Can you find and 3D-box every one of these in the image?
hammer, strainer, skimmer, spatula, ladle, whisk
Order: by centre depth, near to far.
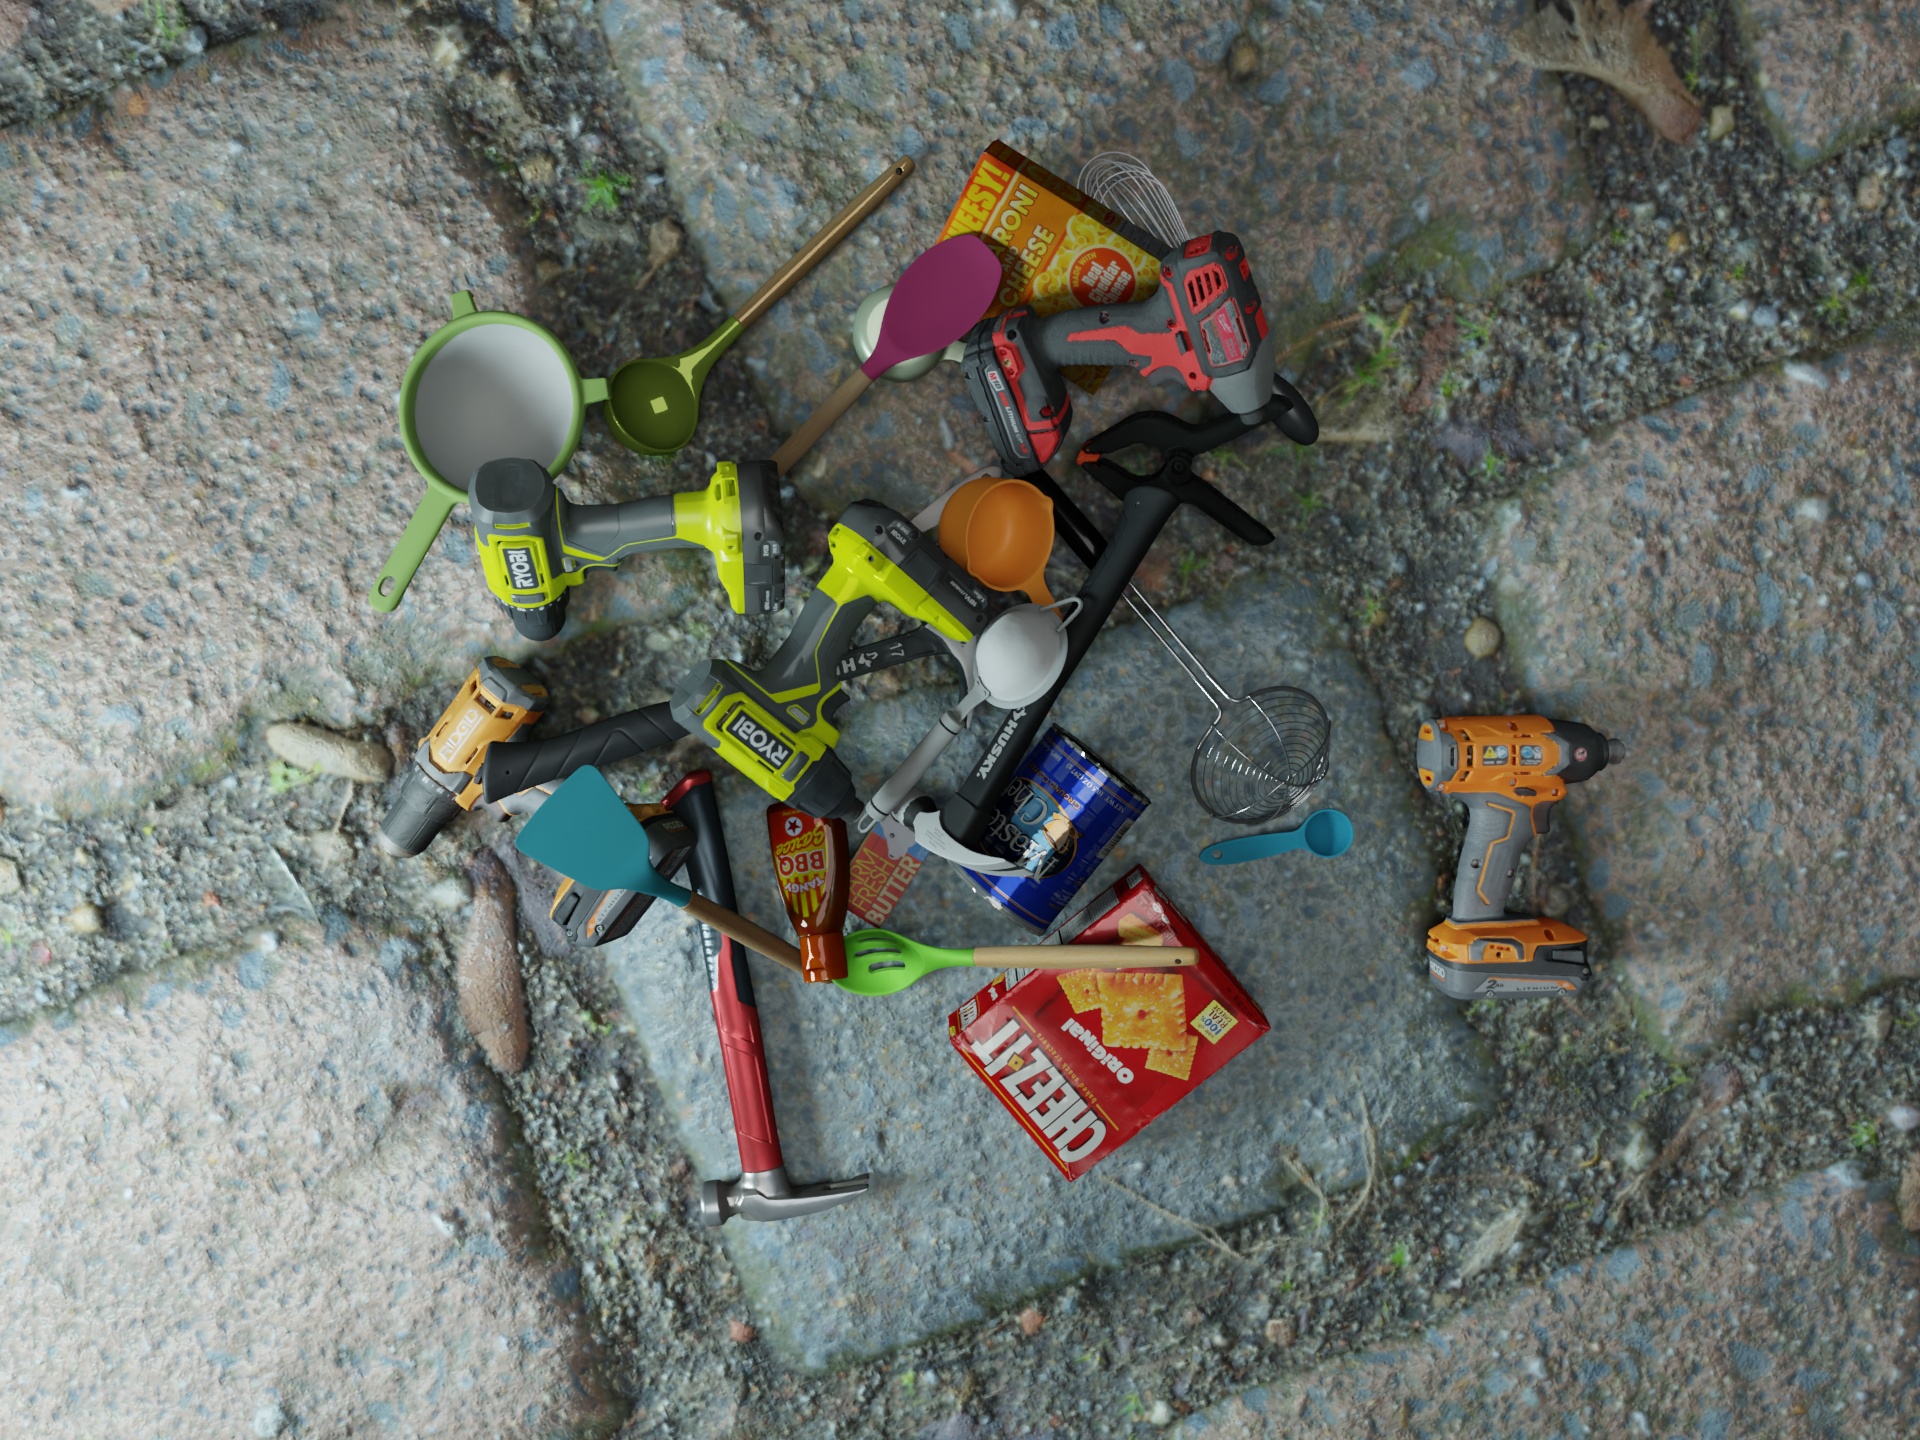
[{"bbox_3d":[0.073,-0.033,1.232,0.035,0.146,0.335,28,95,-42],"label":"hammer"},{"bbox_3d":[-0.002,-0.004,1.238,0.050,0.087,0.258,19,118,-47],"label":"strainer"},{"bbox_3d":[-0.201,0.140,1.240,0.082,0.044,0.317,-47,135,3],"label":"spatula"},{"bbox_3d":[-0.173,-0.013,1.245,0.409,0.036,0.149,-18,101,-16],"label":"hammer"},{"bbox_3d":[-0.154,-0.331,1.250,0.320,0.062,0.078,-43,109,2],"label":"ladle"},{"bbox_3d":[-0.383,-0.195,1.252,0.151,0.069,0.256,33,96,8],"label":"strainer"},{"bbox_3d":[0.192,-0.328,1.257,0.070,0.070,0.284,-40,100,4],"label":"whisk"},{"bbox_3d":[0.162,-0.070,1.301,0.127,0.090,0.363,-40,86,3],"label":"skimmer"},{"bbox_3d":[-0.175,0.229,1.330,0.143,0.038,0.386,-9,97,-1],"label":"hammer"}]

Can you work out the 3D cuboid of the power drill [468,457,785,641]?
[{"bbox_3d":[-0.253,-0.127,1.229,0.228,0.190,0.080,-4,61,-9],"label":"power drill"}]

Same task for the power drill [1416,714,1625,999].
[{"bbox_3d":[0.462,0.108,1.303,0.164,0.084,0.226,-2,94,-1],"label":"power drill"}]

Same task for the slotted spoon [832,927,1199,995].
[{"bbox_3d":[0.037,0.191,1.277,0.314,0.031,0.070,-4,121,23],"label":"slotted spoon"}]

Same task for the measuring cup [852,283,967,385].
[{"bbox_3d":[-0.005,-0.296,1.263,0.167,0.038,0.083,16,97,-1],"label":"measuring cup"}]

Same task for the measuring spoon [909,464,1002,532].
[{"bbox_3d":[-0.018,-0.170,1.290,0.124,0.018,0.034,-34,96,3],"label":"measuring spoon"}]

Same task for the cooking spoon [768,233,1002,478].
[{"bbox_3d":[-0.091,-0.254,1.248,0.319,0.017,0.069,-42,86,16],"label":"cooking spoon"}]

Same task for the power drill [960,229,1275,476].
[{"bbox_3d":[0.124,-0.267,1.198,0.219,0.079,0.143,-13,120,22],"label":"power drill"}]

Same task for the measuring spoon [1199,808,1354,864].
[{"bbox_3d":[0.264,0.101,1.333,0.128,0.021,0.042,-12,98,10],"label":"measuring spoon"}]

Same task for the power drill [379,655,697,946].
[{"bbox_3d":[-0.348,0.085,1.276,0.226,0.084,0.185,40,98,8],"label":"power drill"}]

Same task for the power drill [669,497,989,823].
[{"bbox_3d":[-0.088,-0.041,1.214,0.171,0.080,0.223,40,87,-24],"label":"power drill"}]

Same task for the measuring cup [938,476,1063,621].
[{"bbox_3d":[0.042,-0.118,1.279,0.095,0.052,0.173,-43,125,-21],"label":"measuring cup"}]
